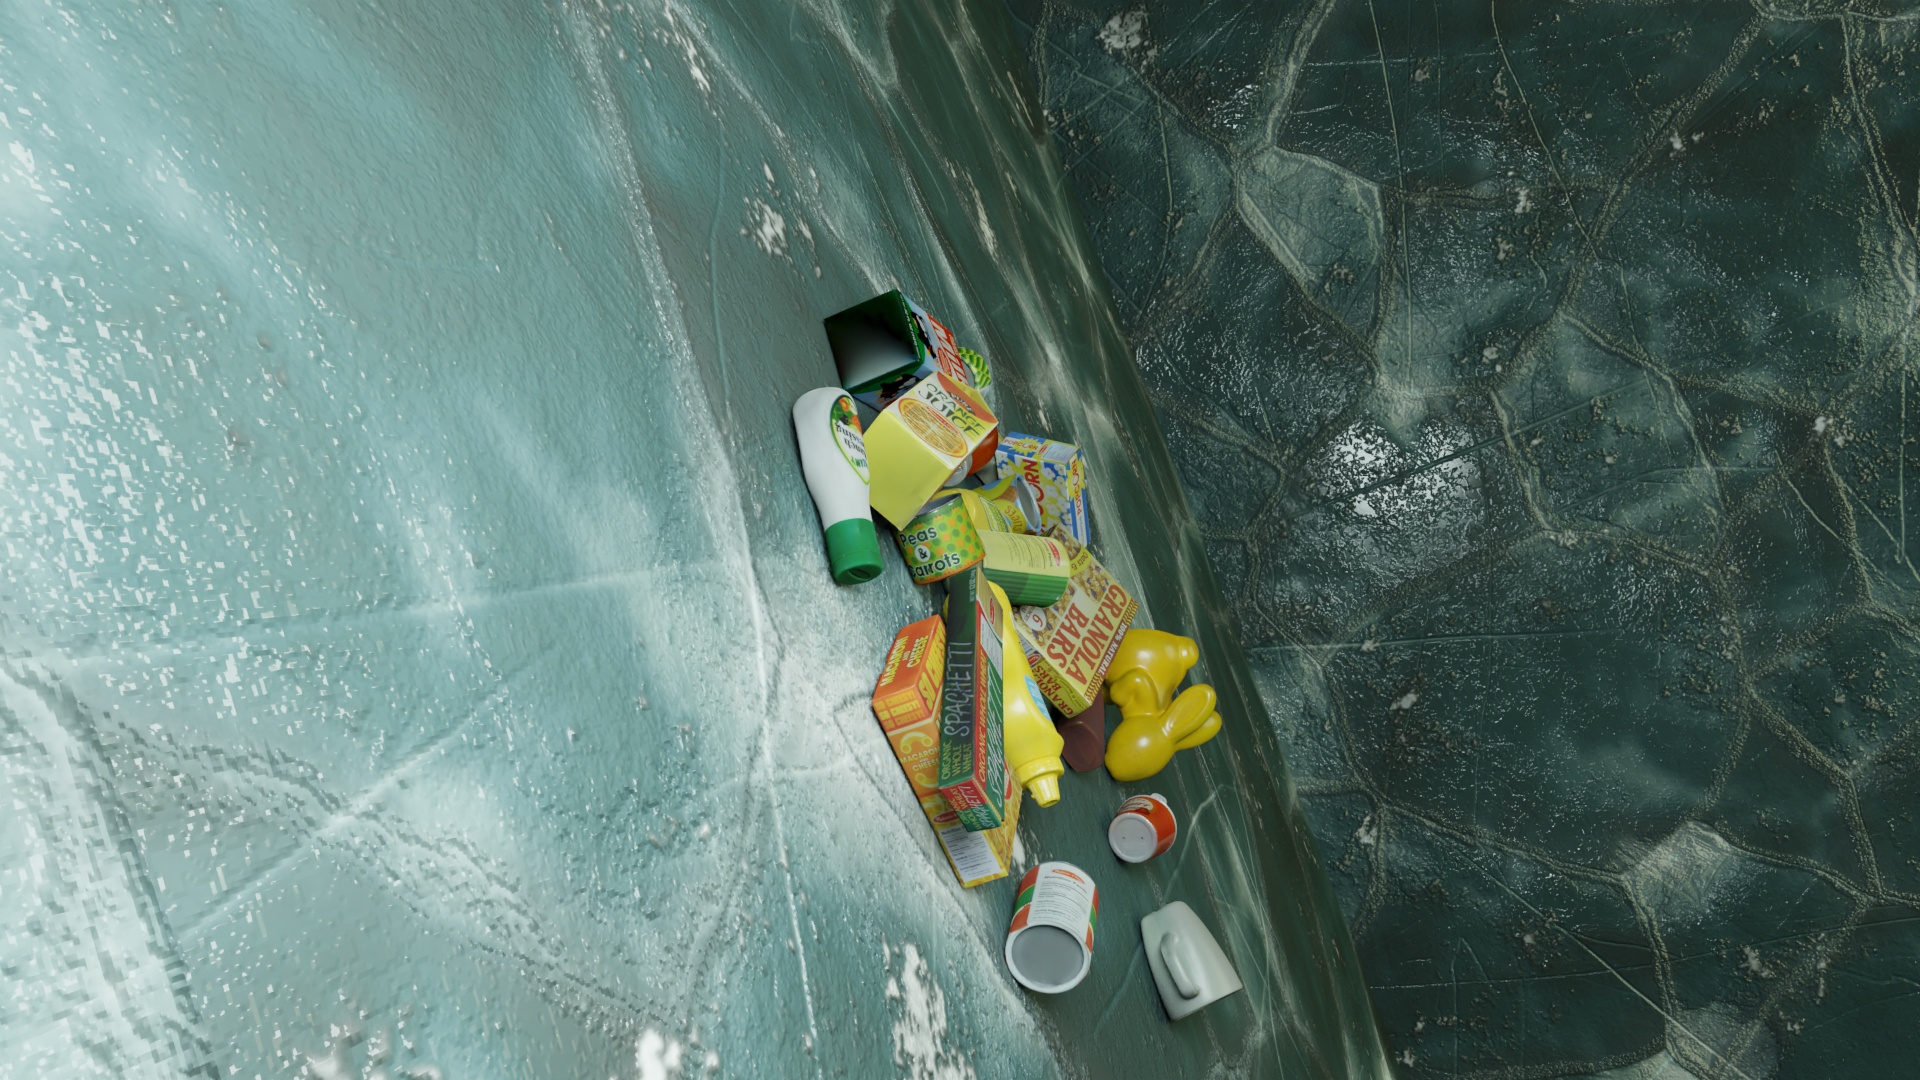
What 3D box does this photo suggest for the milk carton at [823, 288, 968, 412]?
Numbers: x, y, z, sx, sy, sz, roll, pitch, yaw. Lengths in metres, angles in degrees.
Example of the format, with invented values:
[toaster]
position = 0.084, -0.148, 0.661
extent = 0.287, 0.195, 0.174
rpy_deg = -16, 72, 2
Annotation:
[milk carton]
position = -0.046, -0.158, 1.267
extent = 0.190, 0.073, 0.072
rpy_deg = 21, 50, -70

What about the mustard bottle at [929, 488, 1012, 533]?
[mustard bottle]
position = 0.005, -0.016, 1.296
extent = 0.160, 0.049, 0.065
rpy_deg = 30, 36, -66

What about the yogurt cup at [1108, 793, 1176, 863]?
[yogurt cup]
position = 0.190, 0.309, 1.474
extent = 0.054, 0.072, 0.072
rpy_deg = -9, 78, -66

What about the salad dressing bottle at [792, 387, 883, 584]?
[salad dressing bottle]
position = -0.089, -0.040, 1.027
extent = 0.064, 0.044, 0.148
rpy_deg = 36, 36, -60

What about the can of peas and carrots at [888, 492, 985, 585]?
[can of peas and carrots]
position = -0.020, 0.000, 1.166
extent = 0.071, 0.071, 0.058
rpy_deg = -50, 118, -73

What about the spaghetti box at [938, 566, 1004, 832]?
[spaghetti box]
position = 0.010, 0.111, 1.035
extent = 0.251, 0.028, 0.050
rpy_deg = -87, 152, -56

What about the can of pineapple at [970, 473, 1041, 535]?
[can of pineapple]
position = 0.044, -0.029, 1.423
extent = 0.070, 0.058, 0.071
rpy_deg = 55, 23, -38

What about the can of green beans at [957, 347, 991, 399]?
[can of green beans]
position = -0.007, -0.162, 1.415
extent = 0.071, 0.071, 0.058
rpy_deg = 68, 16, -5

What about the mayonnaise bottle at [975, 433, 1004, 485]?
[mayonnaise bottle]
position = 0.036, -0.087, 1.506
extent = 0.147, 0.041, 0.065
rpy_deg = 44, 31, -55

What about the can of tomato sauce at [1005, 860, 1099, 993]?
[can of tomato sauce]
position = 0.072, 0.303, 1.084
extent = 0.071, 0.071, 0.083
rpy_deg = 65, 17, -13

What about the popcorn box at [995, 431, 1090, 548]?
[popcorn box]
position = 0.088, -0.046, 1.471
extent = 0.038, 0.085, 0.126
rpy_deg = -47, 140, -40

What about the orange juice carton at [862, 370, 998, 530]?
[orange juice carton]
position = -0.028, -0.084, 1.159
extent = 0.073, 0.071, 0.193
rpy_deg = 41, 24, -1

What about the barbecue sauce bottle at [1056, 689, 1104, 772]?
[barbecue sauce bottle]
position = 0.129, 0.179, 1.471
extent = 0.149, 0.043, 0.064
rpy_deg = -77, 144, -64

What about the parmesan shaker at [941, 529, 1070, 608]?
[parmesan shaker]
position = 0.039, 0.024, 1.260
extent = 0.103, 0.071, 0.071
rpy_deg = 7, 59, -39

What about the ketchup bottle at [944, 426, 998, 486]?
[ketchup bottle]
position = -0.002, -0.085, 1.325
extent = 0.149, 0.065, 0.043
rpy_deg = -64, 157, -73

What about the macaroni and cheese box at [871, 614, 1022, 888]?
[macaroni and cheese box]
position = -0.008, 0.157, 1.050
extent = 0.124, 0.040, 0.166
rpy_deg = -71, 138, -68

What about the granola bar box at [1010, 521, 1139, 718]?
[granola bar box]
position = 0.100, 0.076, 1.362
extent = 0.124, 0.039, 0.166
rpy_deg = 46, 40, -9
